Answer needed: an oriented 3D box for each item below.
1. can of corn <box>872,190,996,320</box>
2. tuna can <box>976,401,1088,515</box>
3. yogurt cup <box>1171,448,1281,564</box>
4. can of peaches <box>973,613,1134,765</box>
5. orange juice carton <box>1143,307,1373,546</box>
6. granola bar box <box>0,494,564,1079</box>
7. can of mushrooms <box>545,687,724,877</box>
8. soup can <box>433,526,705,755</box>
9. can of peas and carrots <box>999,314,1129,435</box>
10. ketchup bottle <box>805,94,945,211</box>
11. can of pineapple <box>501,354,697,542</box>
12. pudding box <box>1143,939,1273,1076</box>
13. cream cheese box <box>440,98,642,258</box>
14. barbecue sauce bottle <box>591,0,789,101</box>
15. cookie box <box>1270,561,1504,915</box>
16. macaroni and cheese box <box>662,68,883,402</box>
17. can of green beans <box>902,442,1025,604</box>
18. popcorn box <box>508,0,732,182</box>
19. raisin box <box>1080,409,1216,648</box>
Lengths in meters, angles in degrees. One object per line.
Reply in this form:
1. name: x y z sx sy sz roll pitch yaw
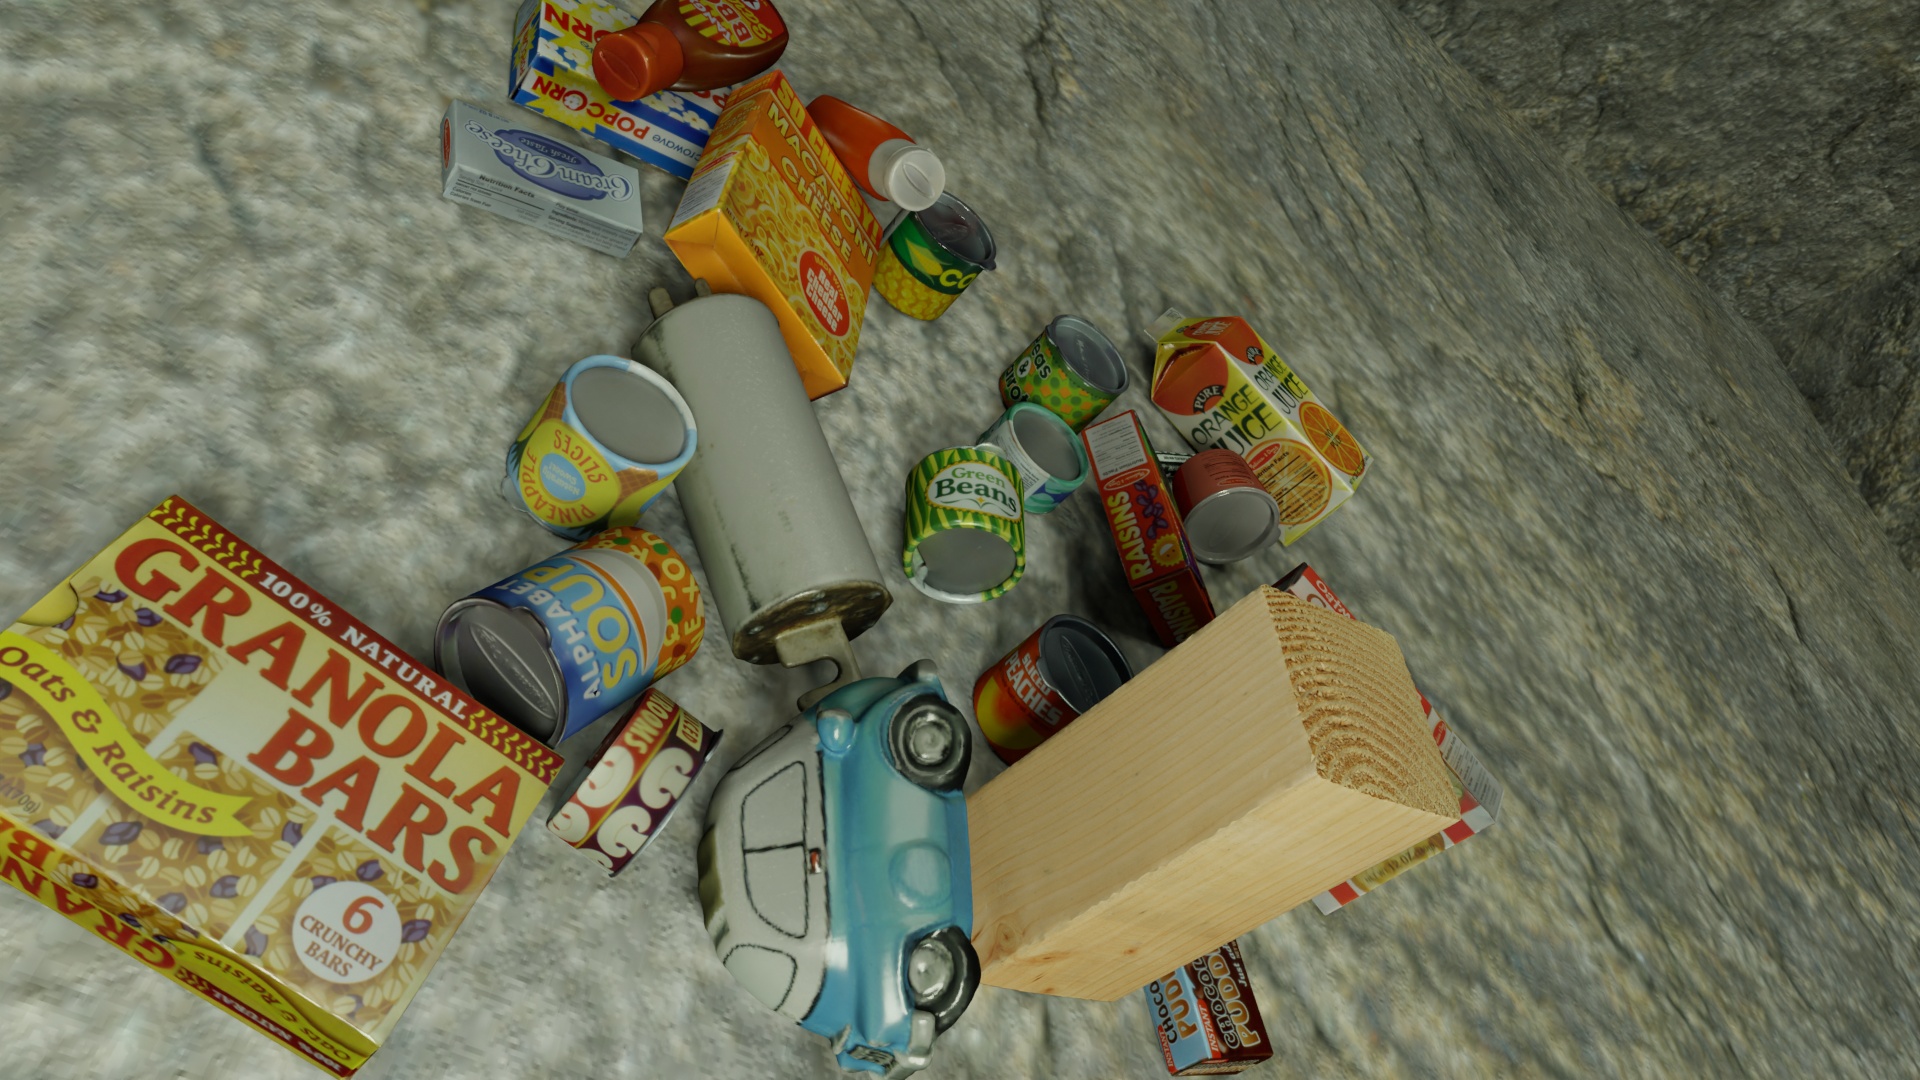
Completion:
1. can of corn: -0.019 -0.184 0.902 0.071 0.058 0.071 27 40 -26
2. tuna can: 0.047 -0.052 0.866 0.071 0.032 0.071 27 41 -26
3. yogurt cup: 0.178 -0.026 0.950 0.072 0.072 0.054 23 34 -29
4. can of peaches: 0.047 0.081 0.719 0.071 0.057 0.071 27 41 -26
5. orange juice carton: 0.214 -0.097 1.046 0.192 0.072 0.072 48 36 1
6. granola bar box: -0.231 0.076 0.455 0.165 0.039 0.125 38 36 -13
7. can of mushrooms: -0.123 0.089 0.526 0.033 0.070 0.071 39 36 -9
8. soup can: -0.150 0.036 0.548 0.071 0.071 0.084 50 35 3
9. can of peas and carrots: 0.066 -0.106 0.915 0.071 0.058 0.071 27 40 -25
10. ketchup bottle: -0.054 -0.242 0.876 0.064 0.043 0.149 41 2 -35
11. can of pineapple: -0.161 -0.040 0.621 0.071 0.057 0.071 27 40 -26
12. pudding box: 0.115 0.217 0.682 0.050 0.030 0.084 14 47 -36
13. cream cheese box: -0.220 -0.189 0.731 0.104 0.024 0.053 14 48 -37
14. barbecue sauce bottle: -0.158 -0.289 0.806 0.065 0.043 0.149 45 36 -7
15. cookie box: 0.202 0.114 0.789 0.167 0.122 0.040 50 35 4
16. macaroni and cheese box: -0.100 -0.175 0.790 0.123 0.040 0.167 54 27 -34
17. can of green beans: 0.002 -0.008 0.750 0.071 0.071 0.058 27 40 -26
18. popcorn box: -0.197 -0.270 0.819 0.127 0.038 0.085 19 45 -33
19. raisin box: 0.118 -0.007 0.861 0.086 0.040 0.124 54 19 -53
